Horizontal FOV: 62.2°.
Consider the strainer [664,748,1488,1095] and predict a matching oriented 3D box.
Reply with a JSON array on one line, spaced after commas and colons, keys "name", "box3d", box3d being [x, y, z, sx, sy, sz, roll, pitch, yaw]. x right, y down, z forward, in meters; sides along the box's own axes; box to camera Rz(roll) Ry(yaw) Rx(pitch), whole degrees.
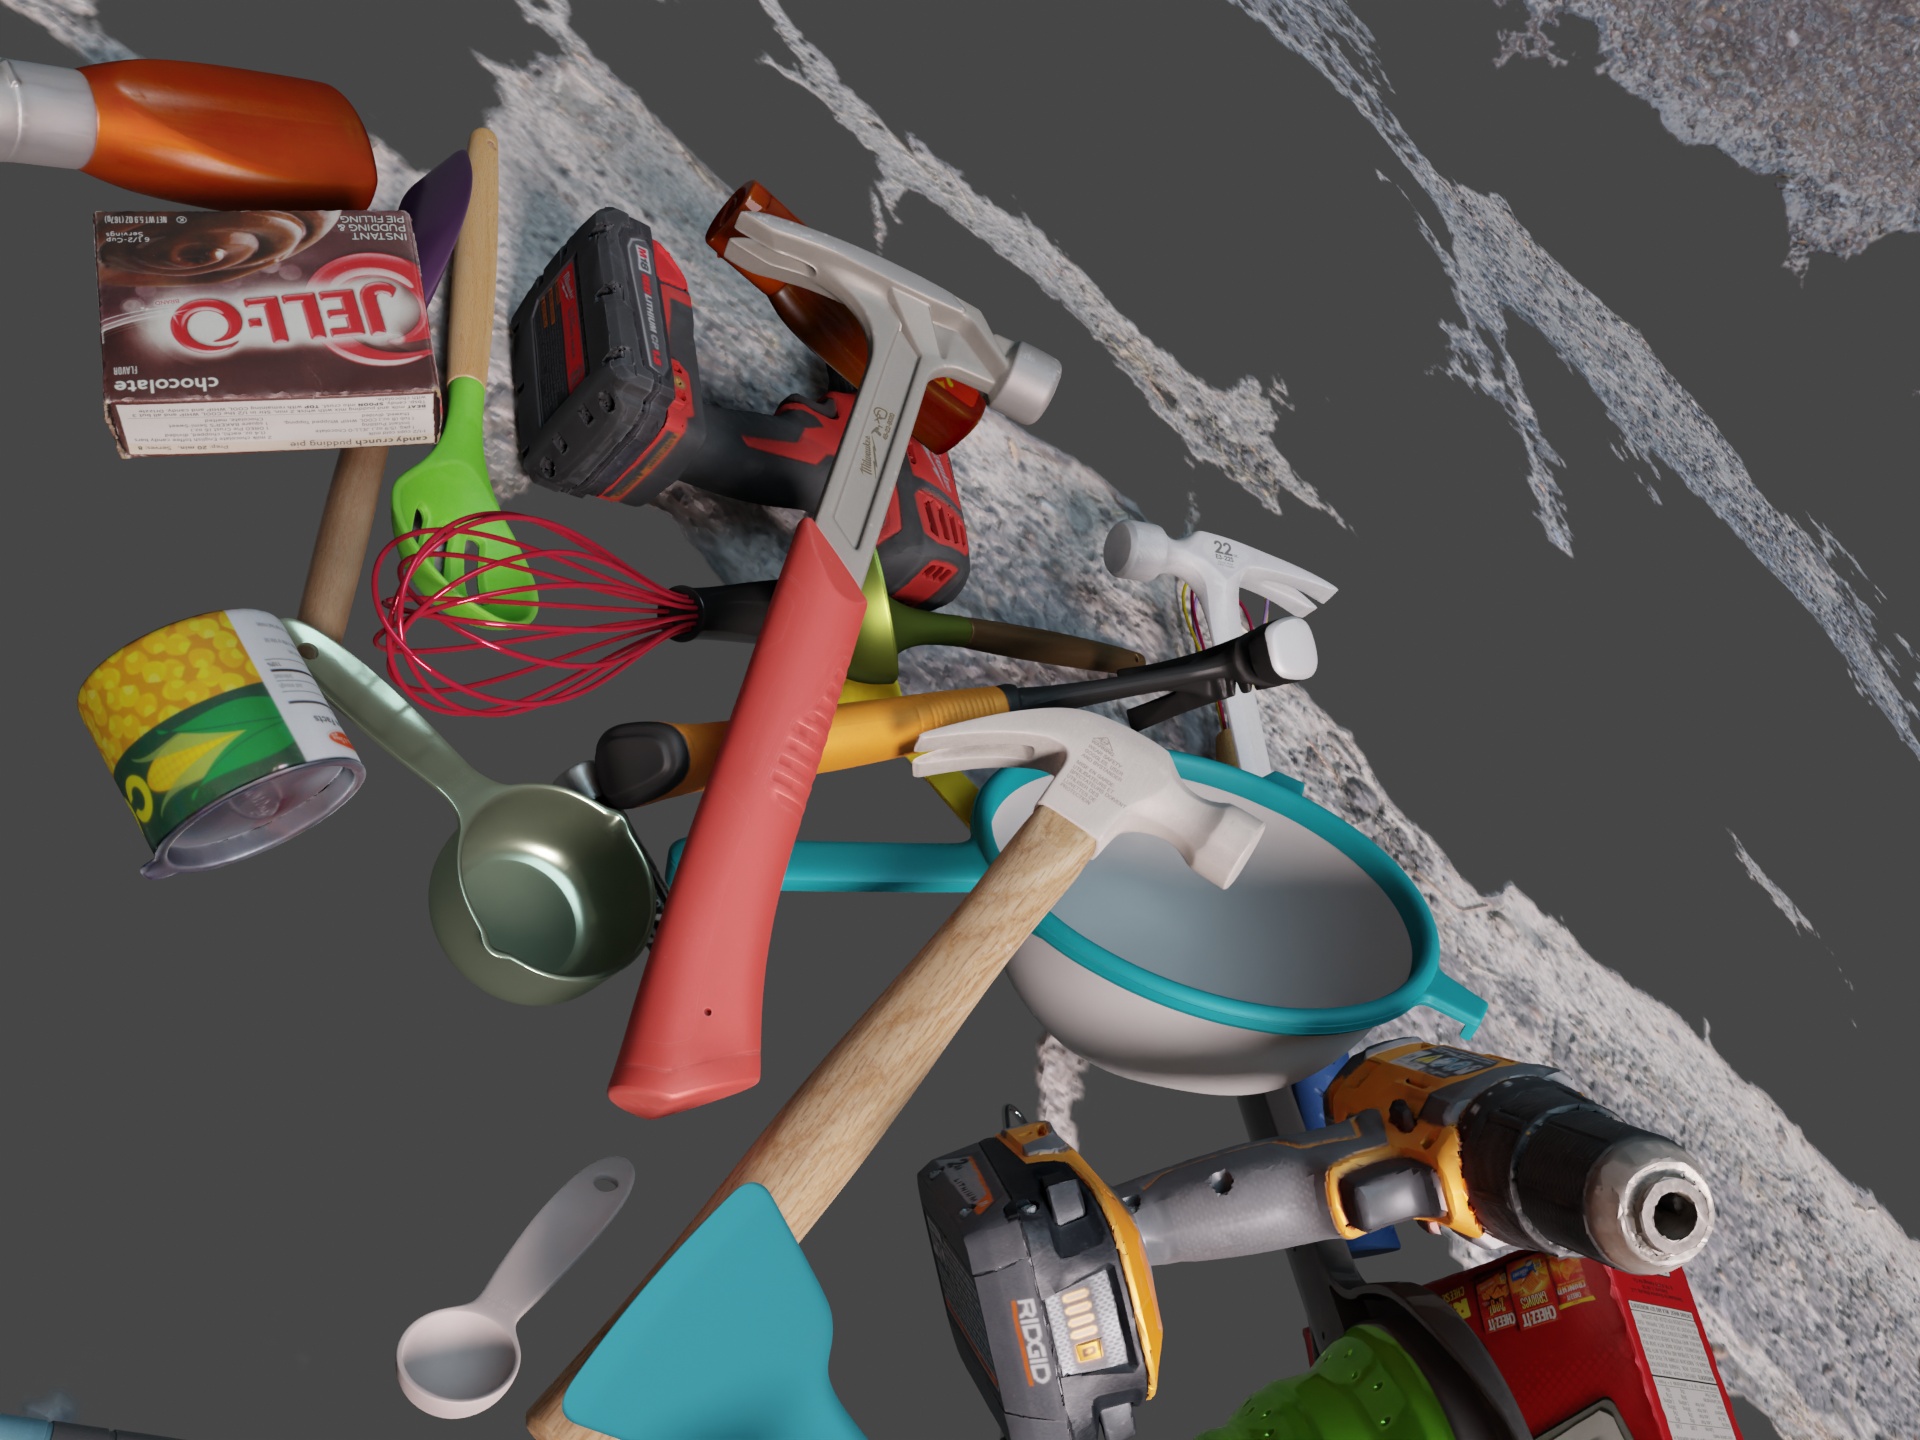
[{"name": "strainer", "box3d": [0.038, 0.097, 0.693, 0.340, 0.095, 0.211, 3, 29, -20]}]

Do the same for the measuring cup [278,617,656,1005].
[{"name": "measuring cup", "box3d": [-0.181, 0.032, 0.557, 0.167, 0.038, 0.083, 45, 38, -6]}]

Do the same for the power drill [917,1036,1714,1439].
[{"name": "power drill", "box3d": [0.112, 0.166, 0.528, 0.226, 0.185, 0.084, -13, 88, -11]}]

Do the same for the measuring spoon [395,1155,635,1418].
[{"name": "measuring spoon", "box3d": [-0.133, 0.174, 0.494, 0.034, 0.018, 0.124, 22, 20, 8]}]

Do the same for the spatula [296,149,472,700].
[{"name": "spatula", "box3d": [-0.230, -0.117, 0.623, 0.018, 0.060, 0.316, 36, 42, -43]}]

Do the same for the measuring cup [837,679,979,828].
[{"name": "measuring cup", "box3d": [-0.024, 0.023, 0.743, 0.156, 0.029, 0.062, 46, 41, -24]}]

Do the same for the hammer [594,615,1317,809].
[{"name": "hammer", "box3d": [-0.001, -0.002, 0.693, 0.336, 0.127, 0.034, -9, 84, -36]}]

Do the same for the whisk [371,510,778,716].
[{"name": "whisk", "box3d": [-0.122, -0.041, 0.633, 0.073, 0.073, 0.295, 59, 23, 10]}]

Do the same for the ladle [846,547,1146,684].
[{"name": "ladle", "box3d": [0.024, -0.045, 0.782, 0.320, 0.062, 0.078, 6, 66, -57]}]

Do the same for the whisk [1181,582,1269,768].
[{"name": "whisk", "box3d": [0.158, -0.006, 0.944, 0.047, 0.051, 0.245, 14, 52, -12]}]

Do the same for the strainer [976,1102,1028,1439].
[{"name": "strainer", "box3d": [0.027, 0.256, 0.589, 0.086, 0.050, 0.259, 39, 41, -32]}]

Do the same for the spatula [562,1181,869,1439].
[{"name": "spatula", "box3d": [0.008, 0.278, 0.505, 0.317, 0.044, 0.082, 47, 67, -11]}]

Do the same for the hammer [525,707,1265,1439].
[{"name": "hammer", "box3d": [-0.026, 0.114, 0.561, 0.130, 0.031, 0.331, 33, 58, 15]}]

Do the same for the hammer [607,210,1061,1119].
[{"name": "hammer", "box3d": [-0.066, -0.032, 0.590, 0.149, 0.036, 0.359, 22, 60, -13]}]

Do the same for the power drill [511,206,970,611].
[{"name": "power drill", "box3d": [-0.096, -0.159, 0.772, 0.226, 0.080, 0.188, 17, 49, -41]}]

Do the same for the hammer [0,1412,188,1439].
[{"name": "hammer", "box3d": [-0.216, 0.192, 0.392, 0.330, 0.033, 0.128, 29, 44, -27]}]

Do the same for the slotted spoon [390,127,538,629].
[{"name": "slotted spoon", "box3d": [-0.212, -0.160, 0.690, 0.070, 0.031, 0.314, 35, 35, -45]}]

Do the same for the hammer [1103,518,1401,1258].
[{"name": "hammer", "box3d": [0.173, 0.075, 0.851, 0.144, 0.035, 0.406, 7, 61, -26]}]

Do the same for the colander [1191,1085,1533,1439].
[{"name": "colander", "box3d": [0.124, 0.264, 0.636, 0.094, 0.204, 0.398, -1, 36, -8]}]
